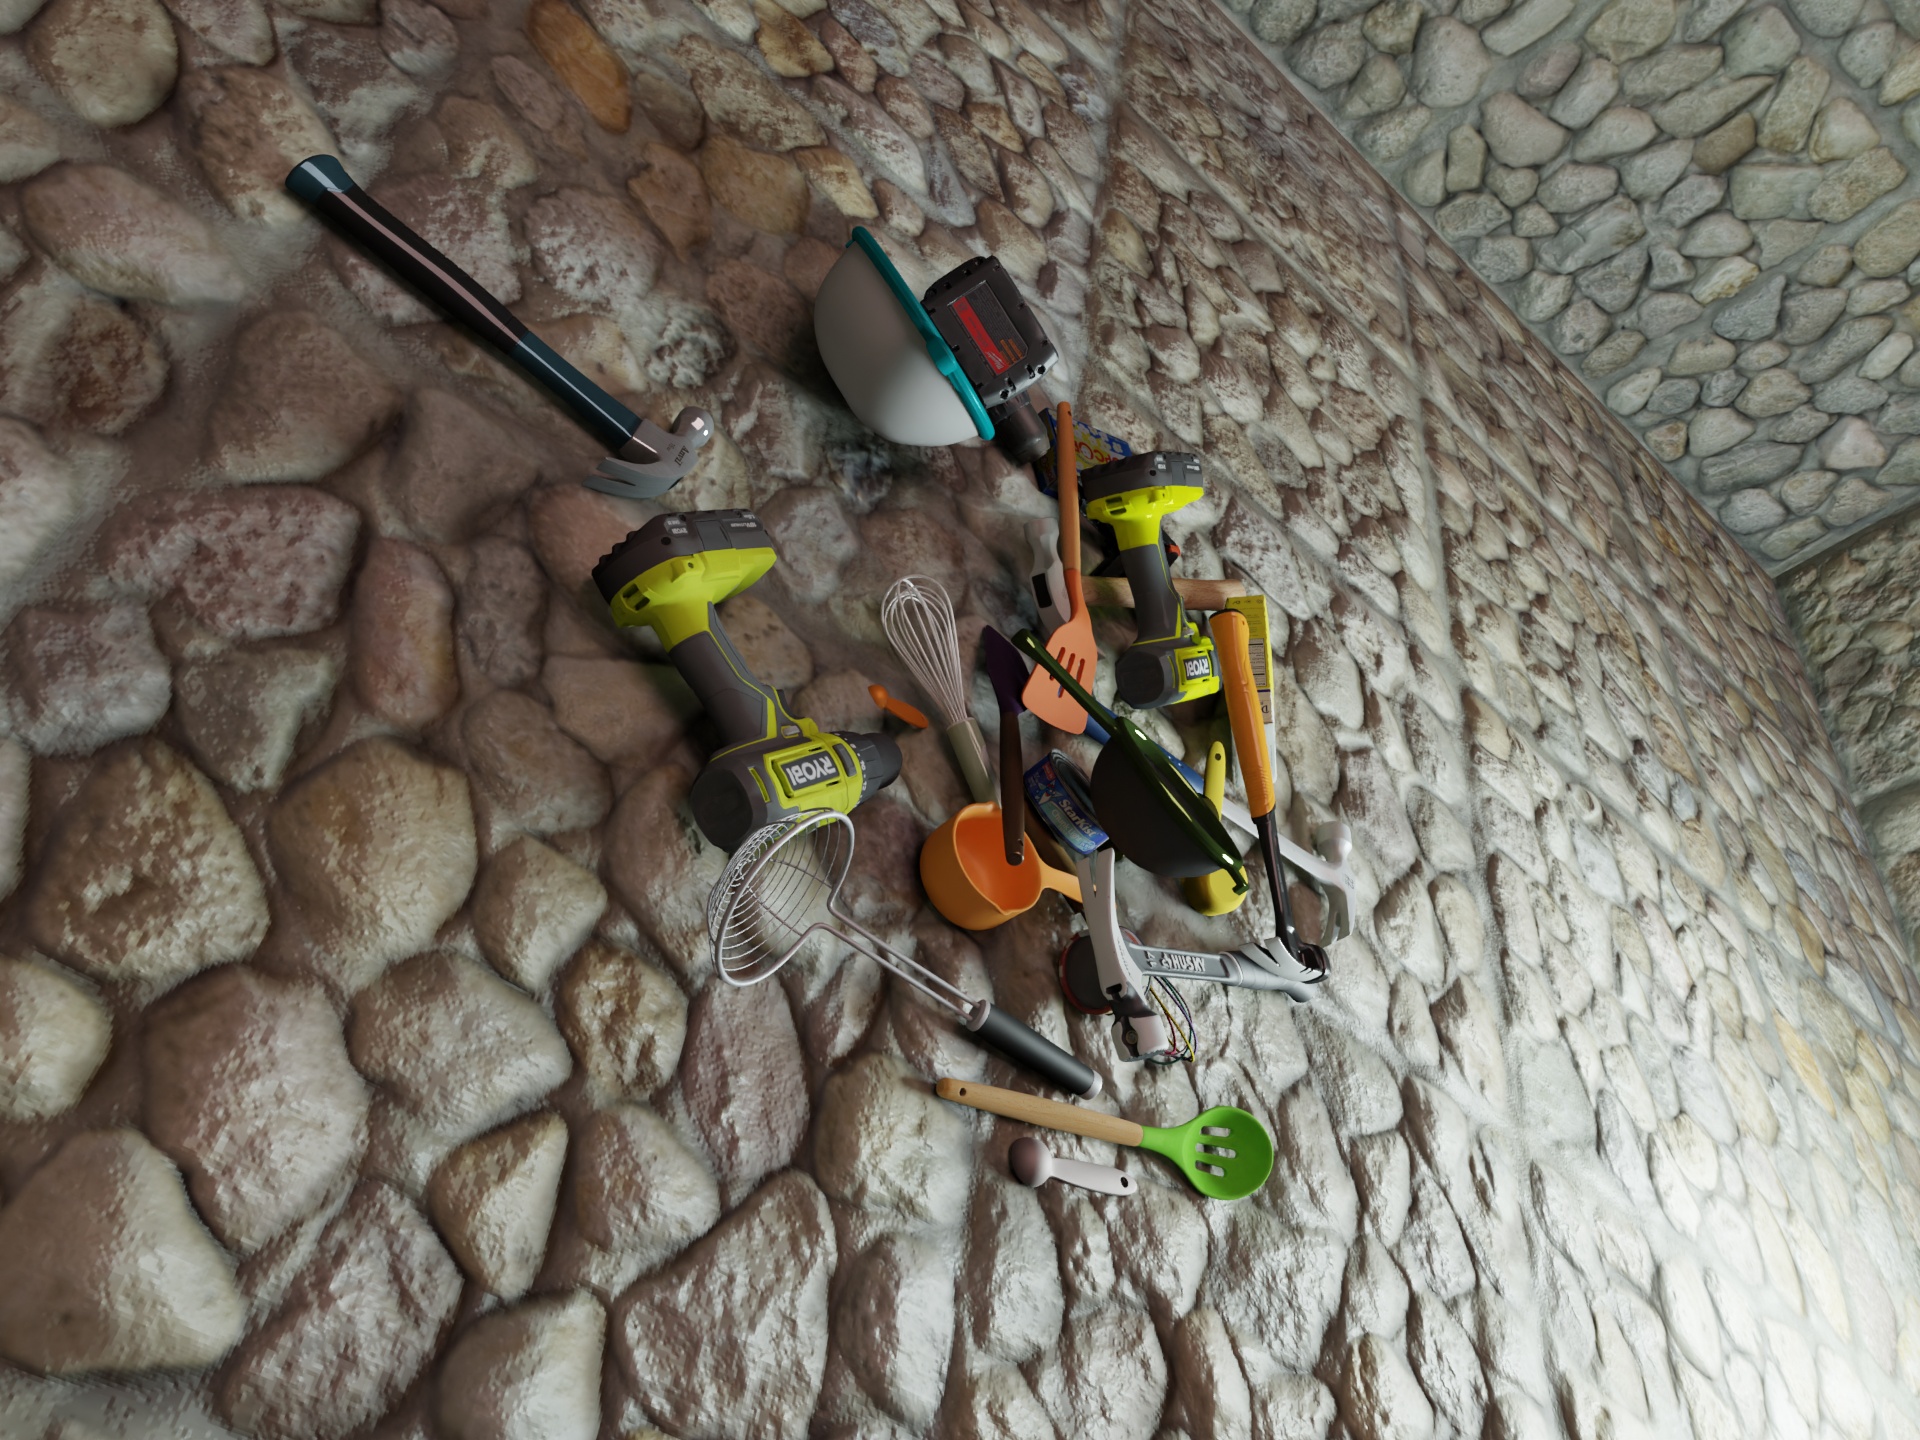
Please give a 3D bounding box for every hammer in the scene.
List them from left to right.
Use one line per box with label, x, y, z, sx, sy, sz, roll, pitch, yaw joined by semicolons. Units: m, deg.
hammer;-0.326;-0.279;1.135;0.330;0.033;0.128;39;38;-19
hammer;0.179;-0.120;1.529;0.331;0.031;0.130;-3;82;-49
hammer;0.226;0.072;1.457;0.405;0.035;0.144;32;41;-26
hammer;0.202;0.191;1.258;0.408;0.036;0.149;18;52;-58
hammer;0.253;0.054;1.367;0.127;0.034;0.337;29;48;-52

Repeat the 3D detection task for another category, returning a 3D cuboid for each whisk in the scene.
whisk;-0.002;-0.004;1.261;0.246;0.059;0.057;67;11;11
whisk;0.110;0.167;1.257;0.245;0.051;0.047;56;15;10

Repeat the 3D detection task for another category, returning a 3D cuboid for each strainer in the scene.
strainer;-0.058;-0.290;1.306;0.211;0.095;0.340;56;5;-17
strainer;0.111;0.038;1.215;0.256;0.069;0.152;45;12;-17

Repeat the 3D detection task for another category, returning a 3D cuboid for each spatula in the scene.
spatula;0.041;0.015;1.262;0.059;0.018;0.316;41;24;-22
spatula;0.089;-0.145;1.390;0.081;0.041;0.323;27;52;-40

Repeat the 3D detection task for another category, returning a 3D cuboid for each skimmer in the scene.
skimmer;-0.019;0.179;1.056;0.363;0.090;0.127;37;83;-28

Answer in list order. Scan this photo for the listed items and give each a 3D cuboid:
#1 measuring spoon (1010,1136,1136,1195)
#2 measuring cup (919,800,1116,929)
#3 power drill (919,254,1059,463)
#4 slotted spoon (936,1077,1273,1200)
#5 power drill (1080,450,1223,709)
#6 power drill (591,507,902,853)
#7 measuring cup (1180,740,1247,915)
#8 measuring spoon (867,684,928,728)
measuring spoon;0.085;0.316;1.121;0.124;0.018;0.034;24;46;-36
measuring cup;0.043;0.126;1.201;0.173;0.052;0.095;25;45;-36
power drill;0.030;-0.324;1.460;0.188;0.080;0.227;57;0;-7
slotted spoon;0.109;0.294;1.156;0.313;0.031;0.070;22;74;-32
power drill;0.187;-0.128;1.461;0.171;0.080;0.223;-12;92;-57
power drill;-0.140;-0.029;1.104;0.190;0.080;0.228;-17;77;-57
measuring cup;0.228;0.093;1.399;0.062;0.029;0.156;11;77;-27
measuring spoon;-0.043;-0.011;1.208;0.021;0.011;0.116;61;11;18
